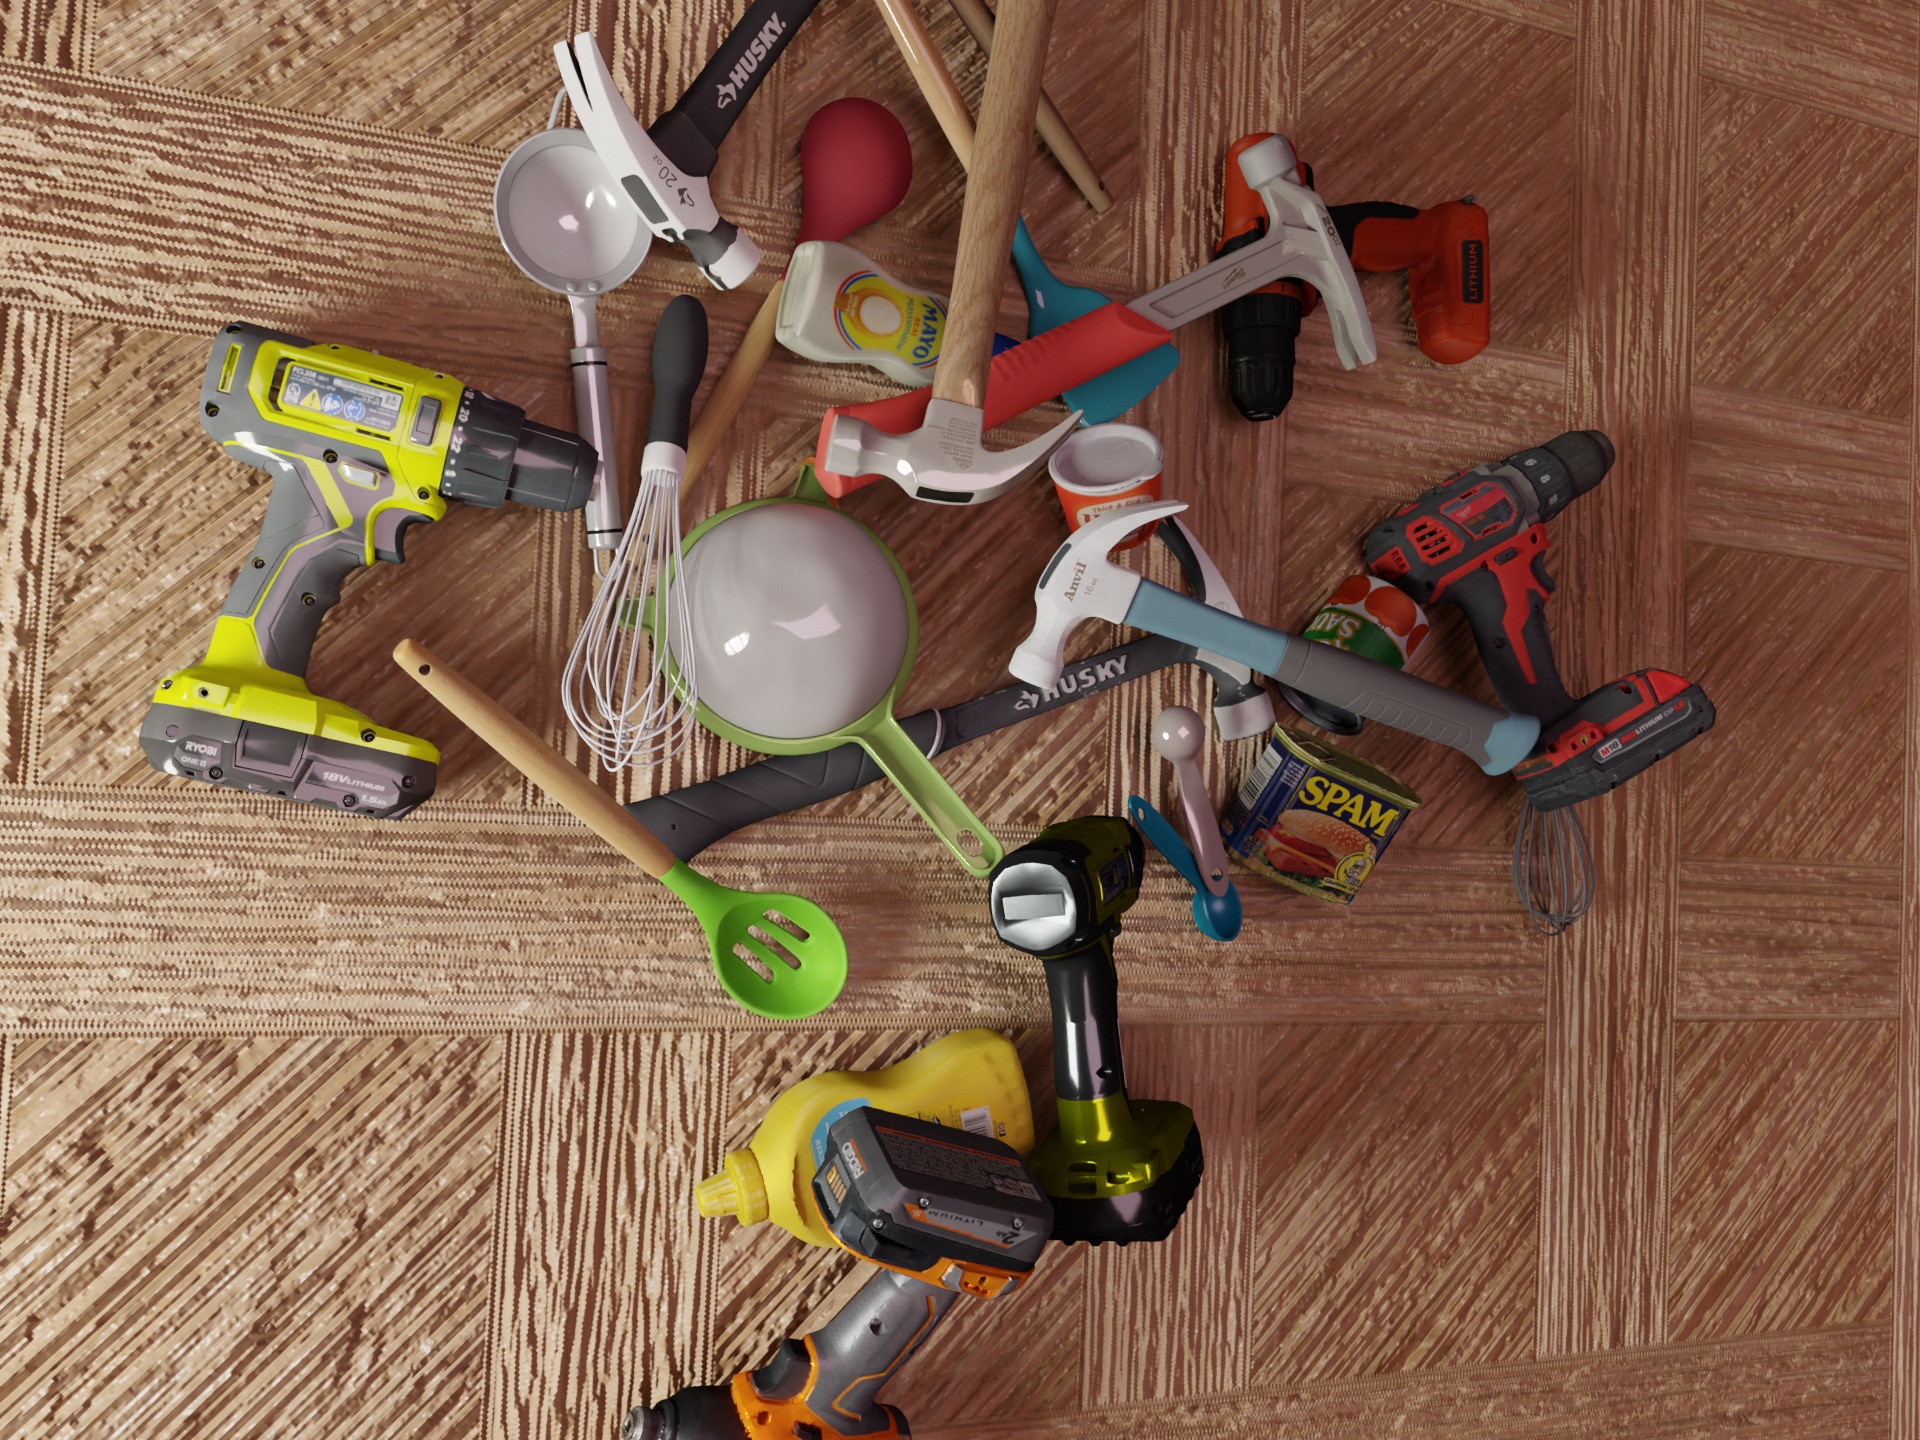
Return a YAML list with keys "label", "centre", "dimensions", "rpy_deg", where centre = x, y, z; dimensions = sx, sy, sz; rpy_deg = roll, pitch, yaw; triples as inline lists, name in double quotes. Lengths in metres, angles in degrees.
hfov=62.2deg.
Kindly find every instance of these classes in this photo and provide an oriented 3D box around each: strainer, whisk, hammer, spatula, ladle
- label: "strainer"
  centre: [-0.057, -0.020, 0.865]
  dimensions: [0.151, 0.069, 0.256]
  rpy_deg: [-39, 86, -19]
- label: "whisk"
  centre: [0.400, 0.029, 1.097]
  dimensions: [0.055, 0.055, 0.239]
  rpy_deg: [-3, 85, -22]
- label: "hammer"
  centre: [0.018, -0.275, 0.880]
  dimensions: [0.130, 0.031, 0.331]
  rpy_deg: [12, 75, -8]
- label: "hammer"
  centre: [0.201, -0.034, 0.952]
  dimensions: [0.331, 0.033, 0.128]
  rpy_deg: [19, 99, -15]
- label: "hammer"
  centre: [-0.001, -0.003, 0.939]
  dimensions: [0.409, 0.036, 0.149]
  rpy_deg: [-19, 95, -21]
- label: "whisk"
  centre: [-0.161, -0.106, 0.838]
  dimensions: [0.070, 0.070, 0.285]
  rpy_deg: [13, 64, -21]
- label: "hammer"
  centre: [0.079, -0.209, 0.925]
  dimensions: [0.359, 0.037, 0.149]
  rpy_deg: [-29, 100, -18]
- label: "spatula"
  centre: [0.022, -0.323, 0.936]
  dimensions: [0.082, 0.044, 0.317]
  rpy_deg: [-39, 114, -14]
- label: "ladle"
  centre: [-0.111, -0.225, 0.906]
  dimensions: [0.069, 0.031, 0.315]
  rpy_deg: [30, 80, -16]
- label: "spatula"
  centre: [-0.001, -0.428, 0.925]
  dimensions: [0.315, 0.018, 0.060]
  rpy_deg: [49, 60, -27]
- label: "strainer"
  centre: [-0.204, -0.204, 0.860]
  dimensions: [0.087, 0.050, 0.258]
  rpy_deg: [-7, 97, -28]
- label: "hammer"
  centre: [-0.095, -0.414, 0.889]
  dimensions: [0.146, 0.035, 0.335]
  rpy_deg: [45, 65, -38]

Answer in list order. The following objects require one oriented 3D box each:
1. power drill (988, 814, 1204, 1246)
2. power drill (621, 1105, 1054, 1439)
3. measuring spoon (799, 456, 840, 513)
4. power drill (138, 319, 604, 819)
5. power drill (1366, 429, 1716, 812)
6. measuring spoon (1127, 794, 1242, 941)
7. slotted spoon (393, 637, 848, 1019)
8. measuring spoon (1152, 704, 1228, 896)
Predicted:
- label: "power drill"
  centre: [0.082, 0.169, 0.916]
  dimensions: [0.080, 0.171, 0.223]
  rpy_deg: [-6, 94, 22]
- label: "power drill"
  centre: [-0.067, 0.321, 0.840]
  dimensions: [0.164, 0.084, 0.226]
  rpy_deg: [22, 103, -29]
- label: "measuring spoon"
  centre: [-0.076, -0.096, 0.926]
  dimensions: [0.021, 0.011, 0.117]
  rpy_deg: [-12, 90, -11]
- label: "power drill"
  centre: [-0.294, -0.069, 0.796]
  dimensions: [0.190, 0.080, 0.228]
  rpy_deg: [14, 81, -17]
- label: "power drill"
  centre: [0.399, -0.074, 1.057]
  dimensions: [0.188, 0.080, 0.227]
  rpy_deg: [-29, 83, -14]
- label: "measuring spoon"
  centre: [0.133, 0.091, 0.985]
  dimensions: [0.128, 0.021, 0.042]
  rpy_deg: [48, 45, -27]
- label: "slotted spoon"
  centre: [-0.170, 0.060, 0.830]
  dimensions: [0.070, 0.031, 0.313]
  rpy_deg: [-46, 122, -4]
- label: "measuring spoon"
  centre: [0.147, 0.051, 0.970]
  dimensions: [0.034, 0.018, 0.124]
  rpy_deg: [-20, 101, -19]
